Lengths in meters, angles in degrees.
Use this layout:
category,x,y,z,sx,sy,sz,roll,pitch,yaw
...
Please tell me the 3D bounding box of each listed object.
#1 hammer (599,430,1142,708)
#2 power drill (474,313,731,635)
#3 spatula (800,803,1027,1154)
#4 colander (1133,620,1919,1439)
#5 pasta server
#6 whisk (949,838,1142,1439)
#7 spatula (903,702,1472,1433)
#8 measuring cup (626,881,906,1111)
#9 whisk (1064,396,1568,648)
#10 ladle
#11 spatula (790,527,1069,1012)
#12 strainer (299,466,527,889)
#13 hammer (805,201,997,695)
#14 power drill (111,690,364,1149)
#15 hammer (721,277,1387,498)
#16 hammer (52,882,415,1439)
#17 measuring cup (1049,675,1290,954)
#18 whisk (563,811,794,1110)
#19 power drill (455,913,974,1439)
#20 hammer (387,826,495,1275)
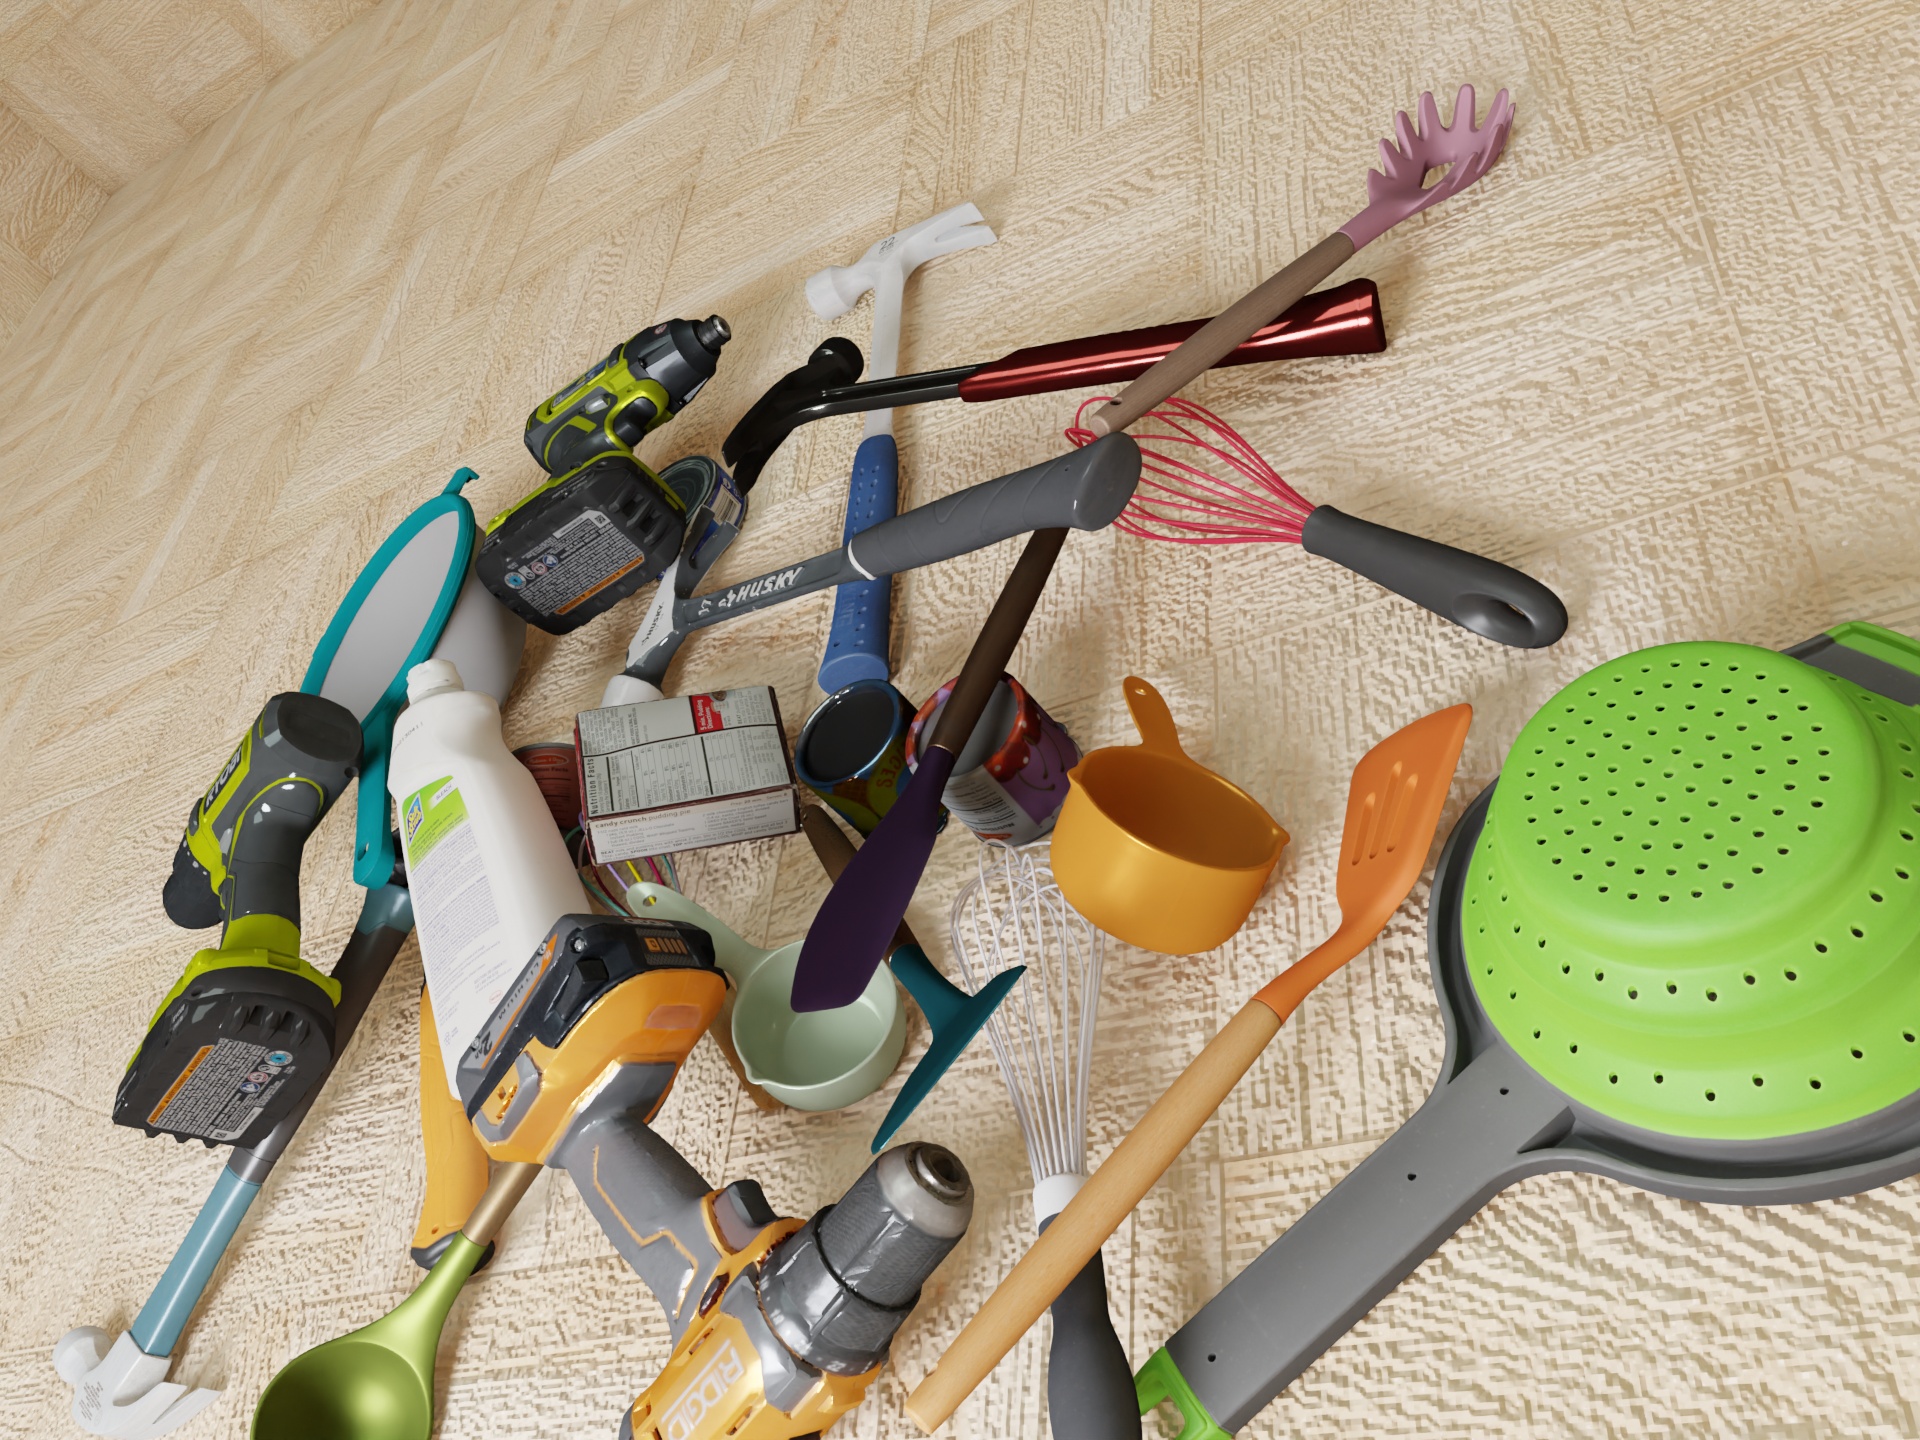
category,x,y,z,sx,sy,sz,roll,pitch,yaw
hammer,-0.061,-0.087,0.855,0.409,0.036,0.149,-11,54,48
power drill,-0.230,-0.175,1.053,0.171,0.080,0.223,-28,37,25
spatula,-0.037,0.085,0.682,0.082,0.044,0.318,-51,24,1
colander,0.181,0.098,0.516,0.397,0.094,0.205,-43,40,1
pasta server,0.172,-0.230,0.786,0.316,0.040,0.060,-40,46,-25
whisk,0.035,0.156,0.603,0.070,0.070,0.285,-27,40,19
spatula,0.088,0.115,0.569,0.322,0.041,0.081,-43,0,-24
measuring cup,-0.095,0.122,0.740,0.168,0.038,0.083,26,63,34
whisk,0.152,-0.094,0.738,0.073,0.073,0.296,-50,45,-7
ladle,-0.214,0.222,0.744,0.320,0.078,0.062,-56,2,-8
spatula,-0.001,-0.002,0.711,0.060,0.018,0.316,-16,37,44
strainer,-0.343,-0.002,1.032,0.211,0.095,0.341,-44,38,19
hammer,-0.048,-0.181,0.992,0.144,0.035,0.406,-21,45,25
power drill,-0.410,0.119,0.899,0.190,0.080,0.229,-45,40,28
hammer,0.046,-0.188,0.866,0.359,0.036,0.149,-2,36,26
hammer,-0.395,0.240,0.891,0.128,0.033,0.331,17,76,45
measuring cup,0.079,0.036,0.682,0.174,0.095,0.052,-94,21,-64
whisk,-0.147,0.111,0.812,0.245,0.051,0.047,44,131,45
power drill,-0.101,0.176,0.637,0.185,0.084,0.226,-52,54,19
hammer,-0.284,0.159,0.899,0.127,0.034,0.337,-37,41,11
